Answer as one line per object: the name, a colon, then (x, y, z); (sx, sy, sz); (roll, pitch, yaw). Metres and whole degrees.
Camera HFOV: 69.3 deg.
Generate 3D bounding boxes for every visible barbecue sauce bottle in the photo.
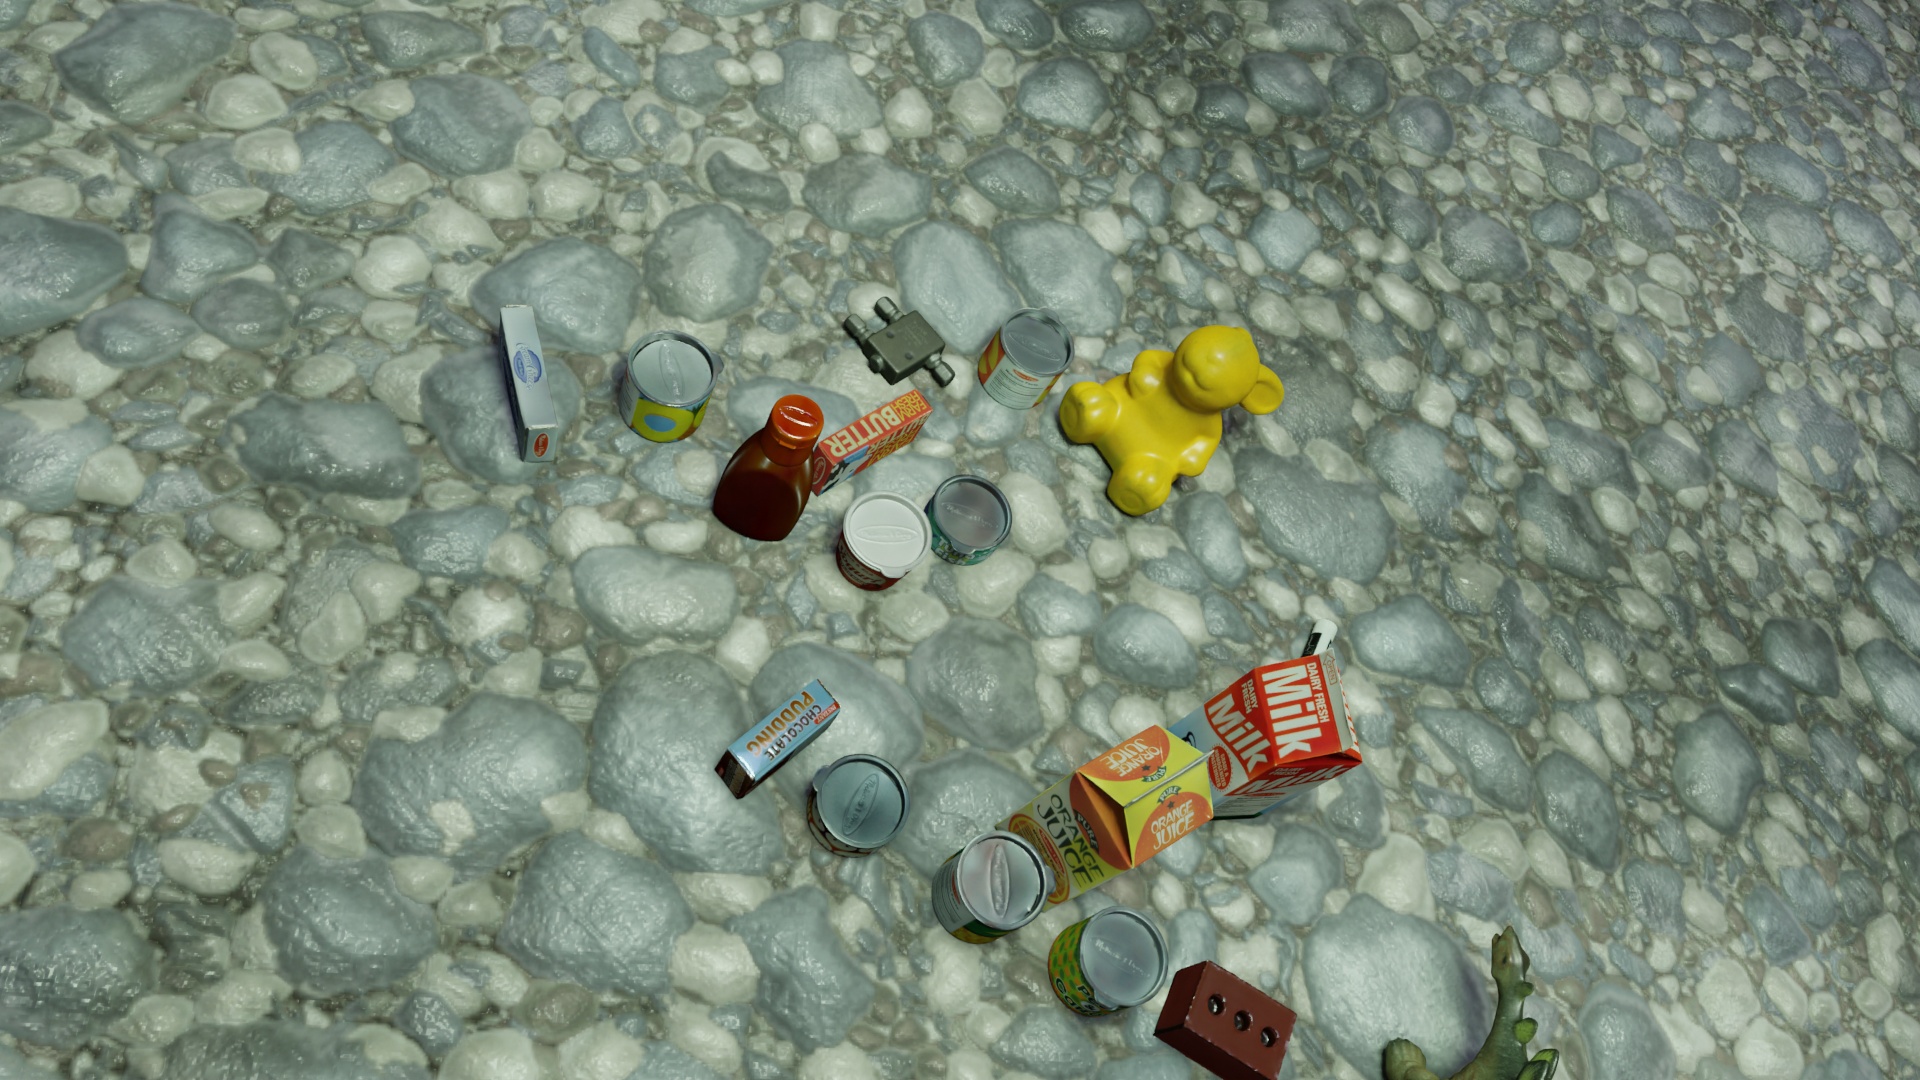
barbecue sauce bottle: (-0.132, -0.051, 0.987); (0.065, 0.148, 0.044); (22, 59, -10)

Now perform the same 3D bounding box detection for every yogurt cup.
yogurt cup: (-0.061, 0.003, 1.044); (0.072, 0.053, 0.072); (9, 62, -17)

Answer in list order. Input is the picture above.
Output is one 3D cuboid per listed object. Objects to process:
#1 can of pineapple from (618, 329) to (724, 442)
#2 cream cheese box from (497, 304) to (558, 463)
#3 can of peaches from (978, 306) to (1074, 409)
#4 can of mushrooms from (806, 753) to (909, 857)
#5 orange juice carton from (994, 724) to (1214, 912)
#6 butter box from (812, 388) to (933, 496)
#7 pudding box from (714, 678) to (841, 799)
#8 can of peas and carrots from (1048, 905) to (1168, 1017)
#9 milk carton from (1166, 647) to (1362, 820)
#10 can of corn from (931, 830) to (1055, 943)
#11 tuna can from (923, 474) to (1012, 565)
can of pineapple: (-0.218, -0.114, 1.040); (0.071, 0.057, 0.071); (9, 62, -17)
cream cheese box: (-0.314, -0.113, 1.004); (0.024, 0.053, 0.104); (-8, 68, -25)
can of peaches: (0.055, -0.153, 1.166); (0.071, 0.057, 0.071); (9, 62, -17)
can of mushrooms: (-0.073, 0.182, 0.960); (0.071, 0.033, 0.071); (9, 62, -17)
orange juice carton: (0.100, 0.184, 0.933); (0.072, 0.191, 0.073); (-23, 75, -29)
butter box: (-0.072, -0.077, 1.080); (0.104, 0.053, 0.024); (-33, 80, -31)
pudding box: (-0.125, 0.136, 0.954); (0.084, 0.049, 0.030); (-38, 82, -32)
can of peas and carrots: (0.100, 0.293, 0.957); (0.071, 0.058, 0.071); (9, 62, -17)
milk carton: (0.223, 0.143, 1.003); (0.073, 0.189, 0.072); (2, 64, -20)
can of corn: (0.022, 0.239, 0.954); (0.071, 0.058, 0.071); (9, 62, -17)
tuna can: (0.004, -0.014, 1.090); (0.071, 0.032, 0.071); (9, 62, -17)
